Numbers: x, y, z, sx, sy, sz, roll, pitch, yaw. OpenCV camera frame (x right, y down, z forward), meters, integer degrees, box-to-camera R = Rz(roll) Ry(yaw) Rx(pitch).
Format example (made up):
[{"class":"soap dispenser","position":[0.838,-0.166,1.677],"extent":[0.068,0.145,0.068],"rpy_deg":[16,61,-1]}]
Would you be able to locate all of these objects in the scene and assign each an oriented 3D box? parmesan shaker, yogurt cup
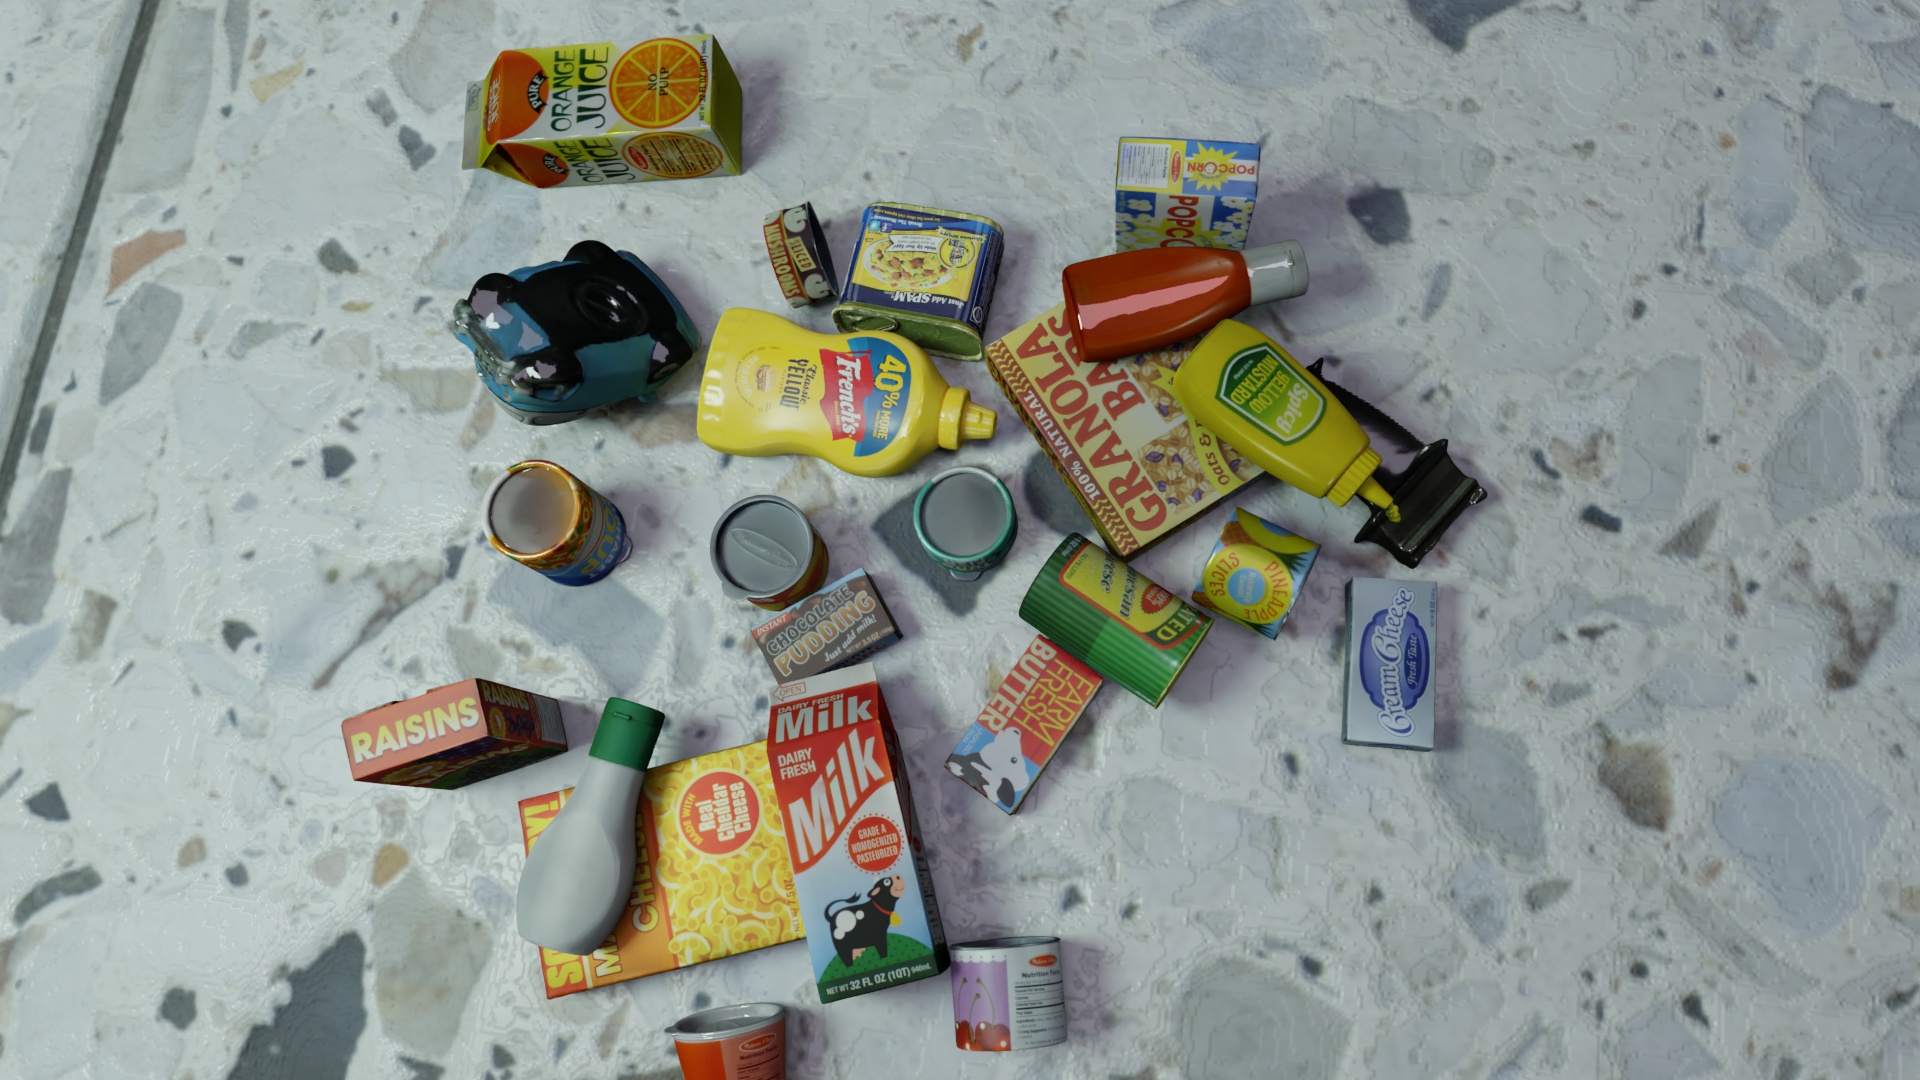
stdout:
[{"class":"parmesan shaker","position":[0.094,0.049,0.856],"extent":[0.103,0.071,0.071],"rpy_deg":[33,82,12]},{"class":"yogurt cup","position":[-0.134,0.309,0.821],"extent":[0.072,0.072,0.054],"rpy_deg":[-9,84,4]}]

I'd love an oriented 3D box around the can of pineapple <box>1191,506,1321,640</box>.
[{"class":"can of pineapple","position":[0.181,0.020,0.855],"extent":[0.058,0.071,0.071],"rpy_deg":[26,81,12]}]

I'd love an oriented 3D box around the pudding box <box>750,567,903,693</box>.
[{"class":"pudding box","position":[-0.086,0.059,0.892],"extent":[0.084,0.030,0.050],"rpy_deg":[-28,75,-2]}]

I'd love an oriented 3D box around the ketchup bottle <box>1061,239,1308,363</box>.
[{"class":"ketchup bottle","position":[0.142,-0.157,0.874],"extent":[0.149,0.043,0.065],"rpy_deg":[-12,76,0]}]

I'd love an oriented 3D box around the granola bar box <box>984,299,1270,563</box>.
[{"class":"granola bar box","position":[0.111,-0.084,0.902],"extent":[0.124,0.039,0.166],"rpy_deg":[-31,76,-4]}]

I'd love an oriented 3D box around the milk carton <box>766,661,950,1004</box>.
[{"class":"milk carton","position":[-0.065,0.173,0.841],"extent":[0.072,0.073,0.191],"rpy_deg":[-14,75,2]}]

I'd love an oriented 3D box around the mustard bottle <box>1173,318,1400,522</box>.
[{"class":"mustard bottle","position":[0.206,-0.067,0.845],"extent":[0.160,0.048,0.065],"rpy_deg":[40,83,11]}]

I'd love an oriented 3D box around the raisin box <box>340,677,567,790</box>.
[{"class":"raisin box","position":[-0.306,0.120,0.852],"extent":[0.086,0.123,0.040],"rpy_deg":[-18,76,2]}]

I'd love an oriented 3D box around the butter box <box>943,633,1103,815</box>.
[{"class":"butter box","position":[0.040,0.115,0.869],"extent":[0.053,0.024,0.103],"rpy_deg":[34,82,12]}]

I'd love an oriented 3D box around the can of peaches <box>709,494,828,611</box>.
[{"class":"can of peaches","position":[-0.123,0.011,0.893],"extent":[0.071,0.058,0.071],"rpy_deg":[-1,77,5]}]

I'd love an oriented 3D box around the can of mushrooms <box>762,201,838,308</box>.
[{"class":"can of mushrooms","position":[-0.107,-0.191,0.933],"extent":[0.033,0.071,0.071],"rpy_deg":[-15,76,4]}]

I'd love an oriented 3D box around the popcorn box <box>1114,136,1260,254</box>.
[{"class":"popcorn box","position":[0.142,-0.212,0.885],"extent":[0.085,0.126,0.038],"rpy_deg":[5,81,7]}]

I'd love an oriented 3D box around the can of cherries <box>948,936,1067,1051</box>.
[{"class":"can of cherries","position":[0.026,0.265,0.816],"extent":[0.071,0.071,0.058],"rpy_deg":[-6,78,4]}]

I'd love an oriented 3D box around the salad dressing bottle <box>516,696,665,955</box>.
[{"class":"salad dressing bottle","position":[-0.217,0.169,0.831],"extent":[0.064,0.044,0.148],"rpy_deg":[14,76,11]}]

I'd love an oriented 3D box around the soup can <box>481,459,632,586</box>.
[{"class":"soup can","position":[-0.259,-0.010,0.898],"extent":[0.071,0.083,0.071],"rpy_deg":[-1,77,5]}]

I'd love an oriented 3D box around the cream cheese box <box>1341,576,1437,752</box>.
[{"class":"cream cheese box","position":[0.264,0.076,0.857],"extent":[0.053,0.024,0.104],"rpy_deg":[3,77,8]}]

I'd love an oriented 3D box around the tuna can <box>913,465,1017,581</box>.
[{"class":"tuna can","position":[0.003,-0.011,0.899],"extent":[0.071,0.032,0.071],"rpy_deg":[-1,76,5]}]

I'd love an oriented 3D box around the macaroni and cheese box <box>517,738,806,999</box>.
[{"class":"macaroni and cheese box","position":[-0.182,0.202,0.862],"extent":[0.166,0.040,0.124],"rpy_deg":[-14,75,2]}]

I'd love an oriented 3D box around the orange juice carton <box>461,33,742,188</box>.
[{"class":"orange juice carton","position":[-0.256,-0.297,0.972],"extent":[0.193,0.073,0.072],"rpy_deg":[-2,77,6]}]
